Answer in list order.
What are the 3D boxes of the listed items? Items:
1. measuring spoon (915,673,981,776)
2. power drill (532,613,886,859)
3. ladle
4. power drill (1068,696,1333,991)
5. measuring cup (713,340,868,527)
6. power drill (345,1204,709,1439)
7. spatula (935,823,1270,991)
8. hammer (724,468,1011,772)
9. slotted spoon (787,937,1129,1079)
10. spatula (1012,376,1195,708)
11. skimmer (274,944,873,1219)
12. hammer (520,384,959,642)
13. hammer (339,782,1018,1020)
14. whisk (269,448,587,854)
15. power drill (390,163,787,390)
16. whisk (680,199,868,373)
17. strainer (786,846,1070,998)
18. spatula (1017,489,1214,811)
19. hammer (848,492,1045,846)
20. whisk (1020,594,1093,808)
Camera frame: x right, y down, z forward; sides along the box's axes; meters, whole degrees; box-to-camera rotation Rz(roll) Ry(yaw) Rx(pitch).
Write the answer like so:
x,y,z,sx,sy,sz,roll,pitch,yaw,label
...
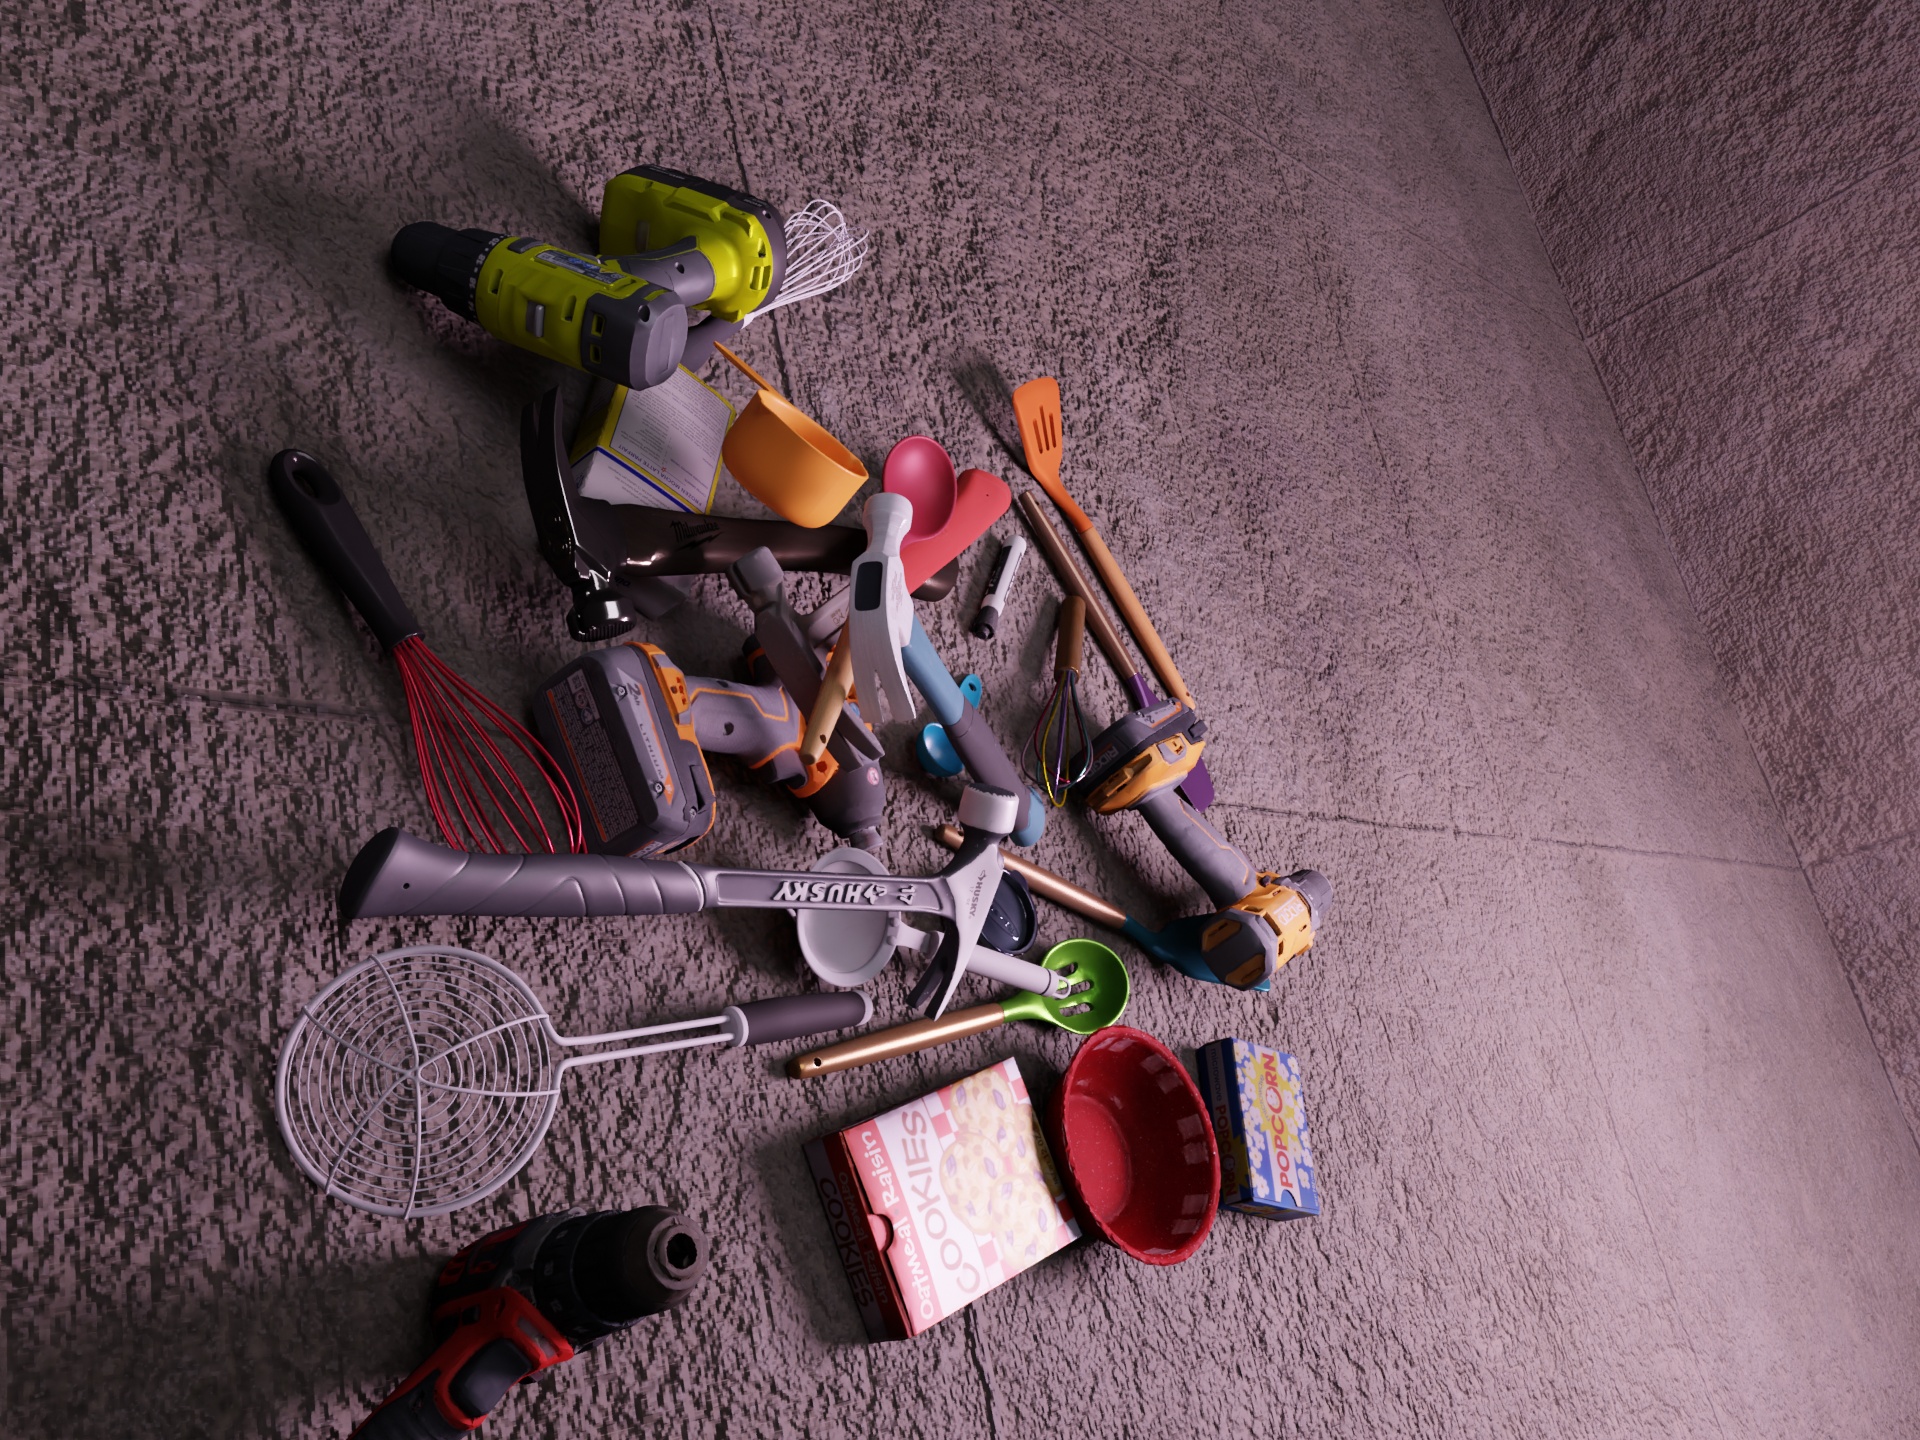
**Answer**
x,y,z,sx,sy,sz,roll,pitch,yaw,label
-0.008,0.003,1.187,0.042,0.021,0.129,48,31,-14,measuring spoon
-0.136,0.022,0.981,0.226,0.084,0.164,-12,77,-54,power drill
-0.055,-0.082,1.015,0.069,0.031,0.316,50,35,-28,ladle
0.205,0.093,1.275,0.226,0.084,0.185,54,32,11,power drill
-0.131,-0.187,1.029,0.095,0.052,0.174,23,19,-51,measuring cup
-0.209,0.290,0.649,0.080,0.188,0.227,52,43,-10,power drill
0.110,0.135,1.206,0.317,0.044,0.082,28,34,-32,spatula
-0.035,-0.100,1.117,0.149,0.036,0.359,58,31,-9,hammer
0.006,0.200,1.066,0.313,0.031,0.070,-5,70,-47,slotted spoon
0.130,-0.152,1.411,0.081,0.041,0.322,-33,93,-52,spatula
-0.186,0.178,0.867,0.363,0.090,0.127,6,67,-57,skimmer
-0.124,-0.126,1.067,0.410,0.038,0.146,-5,76,-59,hammer
-0.135,0.097,0.879,0.408,0.036,0.149,7,99,-41,hammer
-0.291,-0.025,0.861,0.073,0.073,0.296,-27,82,-52,whisk
-0.233,-0.297,1.037,0.190,0.080,0.228,22,34,12,power drill
-0.153,-0.319,1.195,0.070,0.070,0.285,50,44,-13,whisk
-0.024,0.146,1.037,0.258,0.050,0.087,24,69,-33,strainer
0.136,-0.062,1.379,0.316,0.018,0.060,58,35,-4,spatula
-0.002,-0.003,1.058,0.330,0.033,0.128,57,34,-55,hammer
0.083,-0.024,1.264,0.047,0.051,0.245,36,37,-21,whisk
